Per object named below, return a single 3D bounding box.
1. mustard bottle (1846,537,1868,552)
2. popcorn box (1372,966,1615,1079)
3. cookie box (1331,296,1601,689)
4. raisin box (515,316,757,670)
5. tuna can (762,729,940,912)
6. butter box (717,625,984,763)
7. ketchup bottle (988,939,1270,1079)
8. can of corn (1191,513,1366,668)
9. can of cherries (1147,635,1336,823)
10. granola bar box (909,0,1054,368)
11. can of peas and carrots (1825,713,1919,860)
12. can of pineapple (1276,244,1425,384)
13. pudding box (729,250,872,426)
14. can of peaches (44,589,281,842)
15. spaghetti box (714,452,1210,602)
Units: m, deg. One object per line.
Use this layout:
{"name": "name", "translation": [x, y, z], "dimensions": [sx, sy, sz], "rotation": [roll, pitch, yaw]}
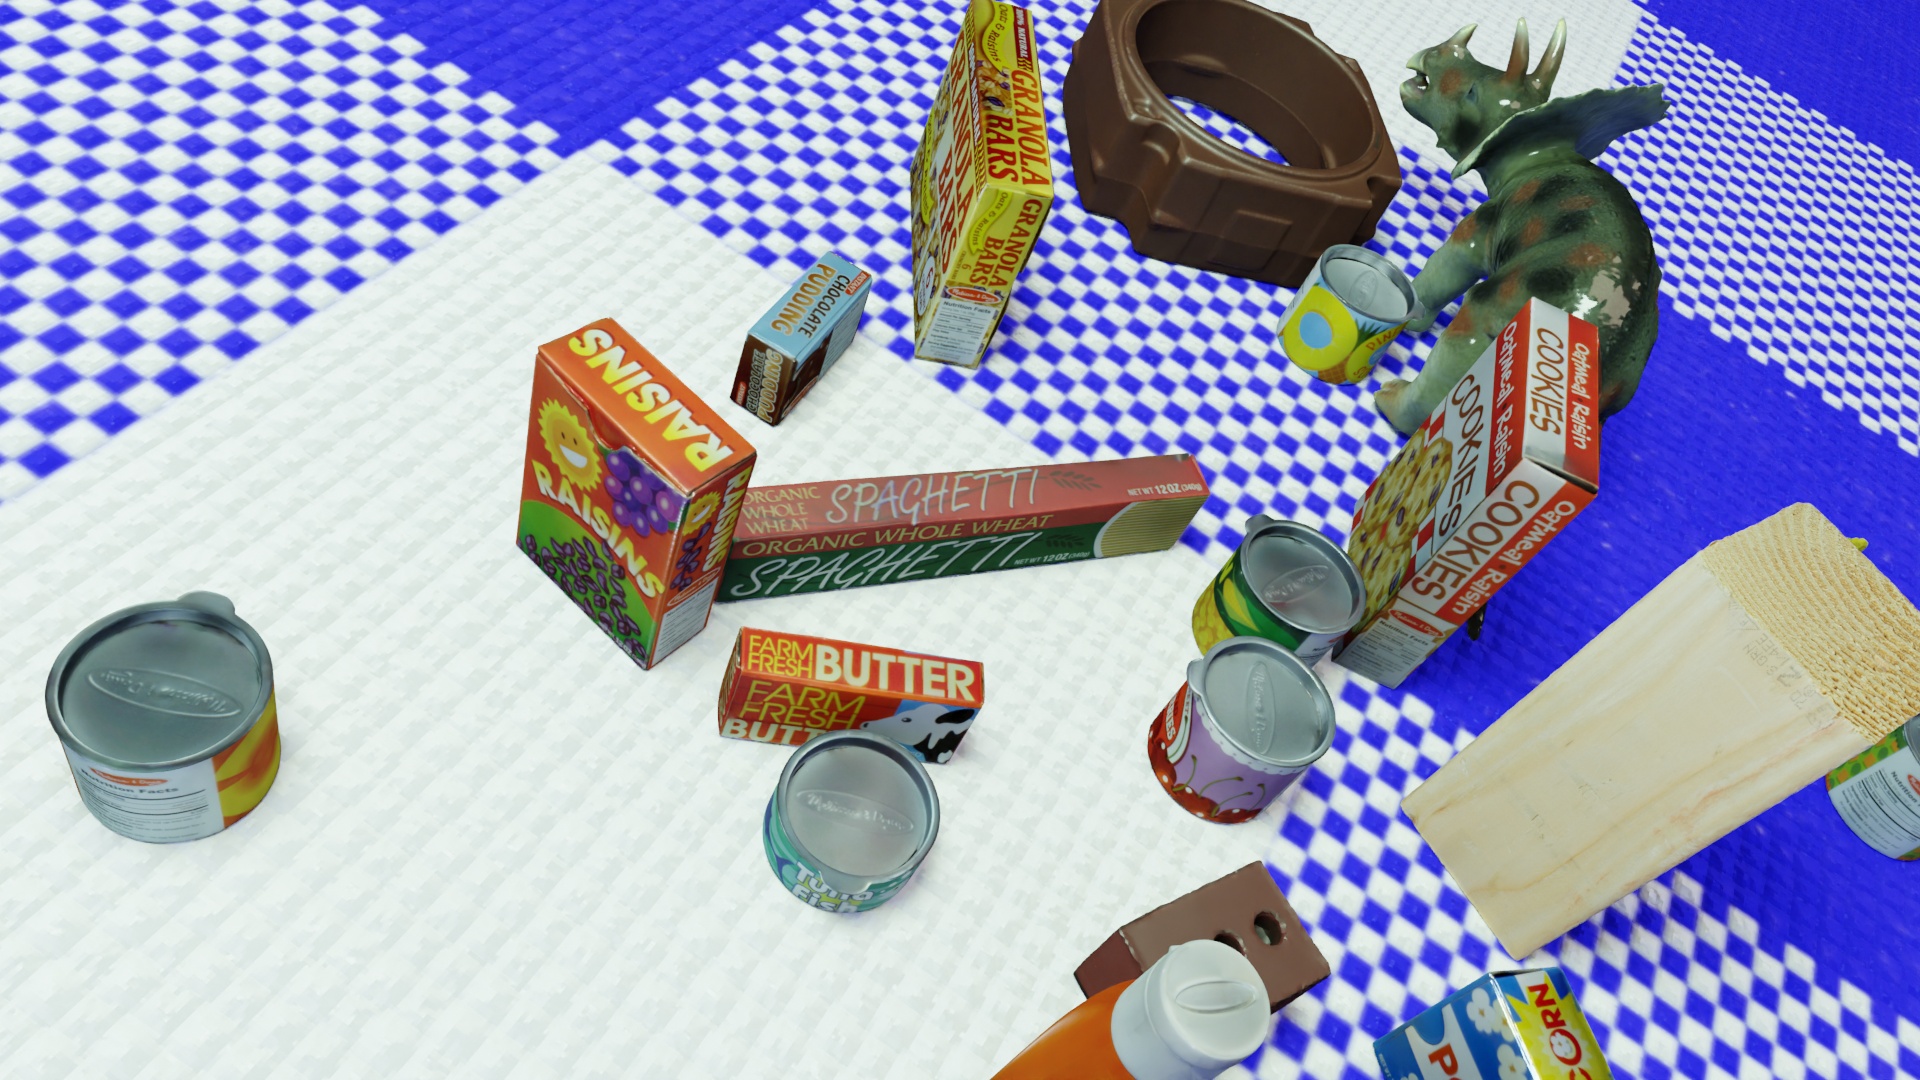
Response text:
{"name": "mustard bottle", "translation": [0.388, 0.042, 0.700], "dimensions": [0.049, 0.159, 0.066], "rotation": [17, 49, -9]}
{"name": "popcorn box", "translation": [0.216, 0.237, 0.524], "dimensions": [0.038, 0.084, 0.127], "rotation": [0, 54, -22]}
{"name": "cookie box", "translation": [0.249, -0.021, 0.689], "dimensions": [0.040, 0.166, 0.123], "rotation": [25, 48, -2]}
{"name": "raisin box", "translation": [-0.134, -0.016, 0.558], "dimensions": [0.086, 0.122, 0.040], "rotation": [43, 50, 13]}
{"name": "tuna can", "translation": [-0.044, 0.114, 0.552], "dimensions": [0.071, 0.032, 0.071], "rotation": [11, 50, -14]}
{"name": "butter box", "translation": [-0.046, 0.065, 0.576], "dimensions": [0.103, 0.052, 0.024], "rotation": [10, 51, -15]}
{"name": "ketchup bottle", "translation": [0.052, 0.177, 0.464], "dimensions": [0.065, 0.148, 0.044], "rotation": [1, 53, -21]}
{"name": "can of corn", "translation": [0.153, 0.031, 0.681], "dimensions": [0.071, 0.058, 0.071], "rotation": [11, 50, -14]}
{"name": "can of cherries", "translation": [0.123, 0.085, 0.626], "dimensions": [0.071, 0.058, 0.072], "rotation": [11, 50, -14]}
{"name": "granola bar box", "translation": [0.008, -0.196, 0.759], "dimensions": [0.039, 0.123, 0.166], "rotation": [10, 51, -15]}
{"name": "can of peas and carrots", "translation": [0.519, 0.131, 0.751], "dimensions": [0.071, 0.058, 0.071], "rotation": [11, 50, -14]}
{"name": "can of pineapple", "translation": [0.237, -0.136, 0.849], "dimensions": [0.071, 0.057, 0.071], "rotation": [11, 50, -14]}
{"name": "pudding box", "translation": [-0.079, -0.102, 0.698], "dimensions": [0.030, 0.049, 0.084], "rotation": [31, 48, 3]}
{"name": "can of peaches", "translation": [-0.273, 0.062, 0.483], "dimensions": [0.071, 0.057, 0.071], "rotation": [11, 50, -14]}
{"name": "spaghetti box", "translation": [0.002, -0.008, 0.656], "dimensions": [0.251, 0.050, 0.029], "rotation": [-6, 56, -26]}
